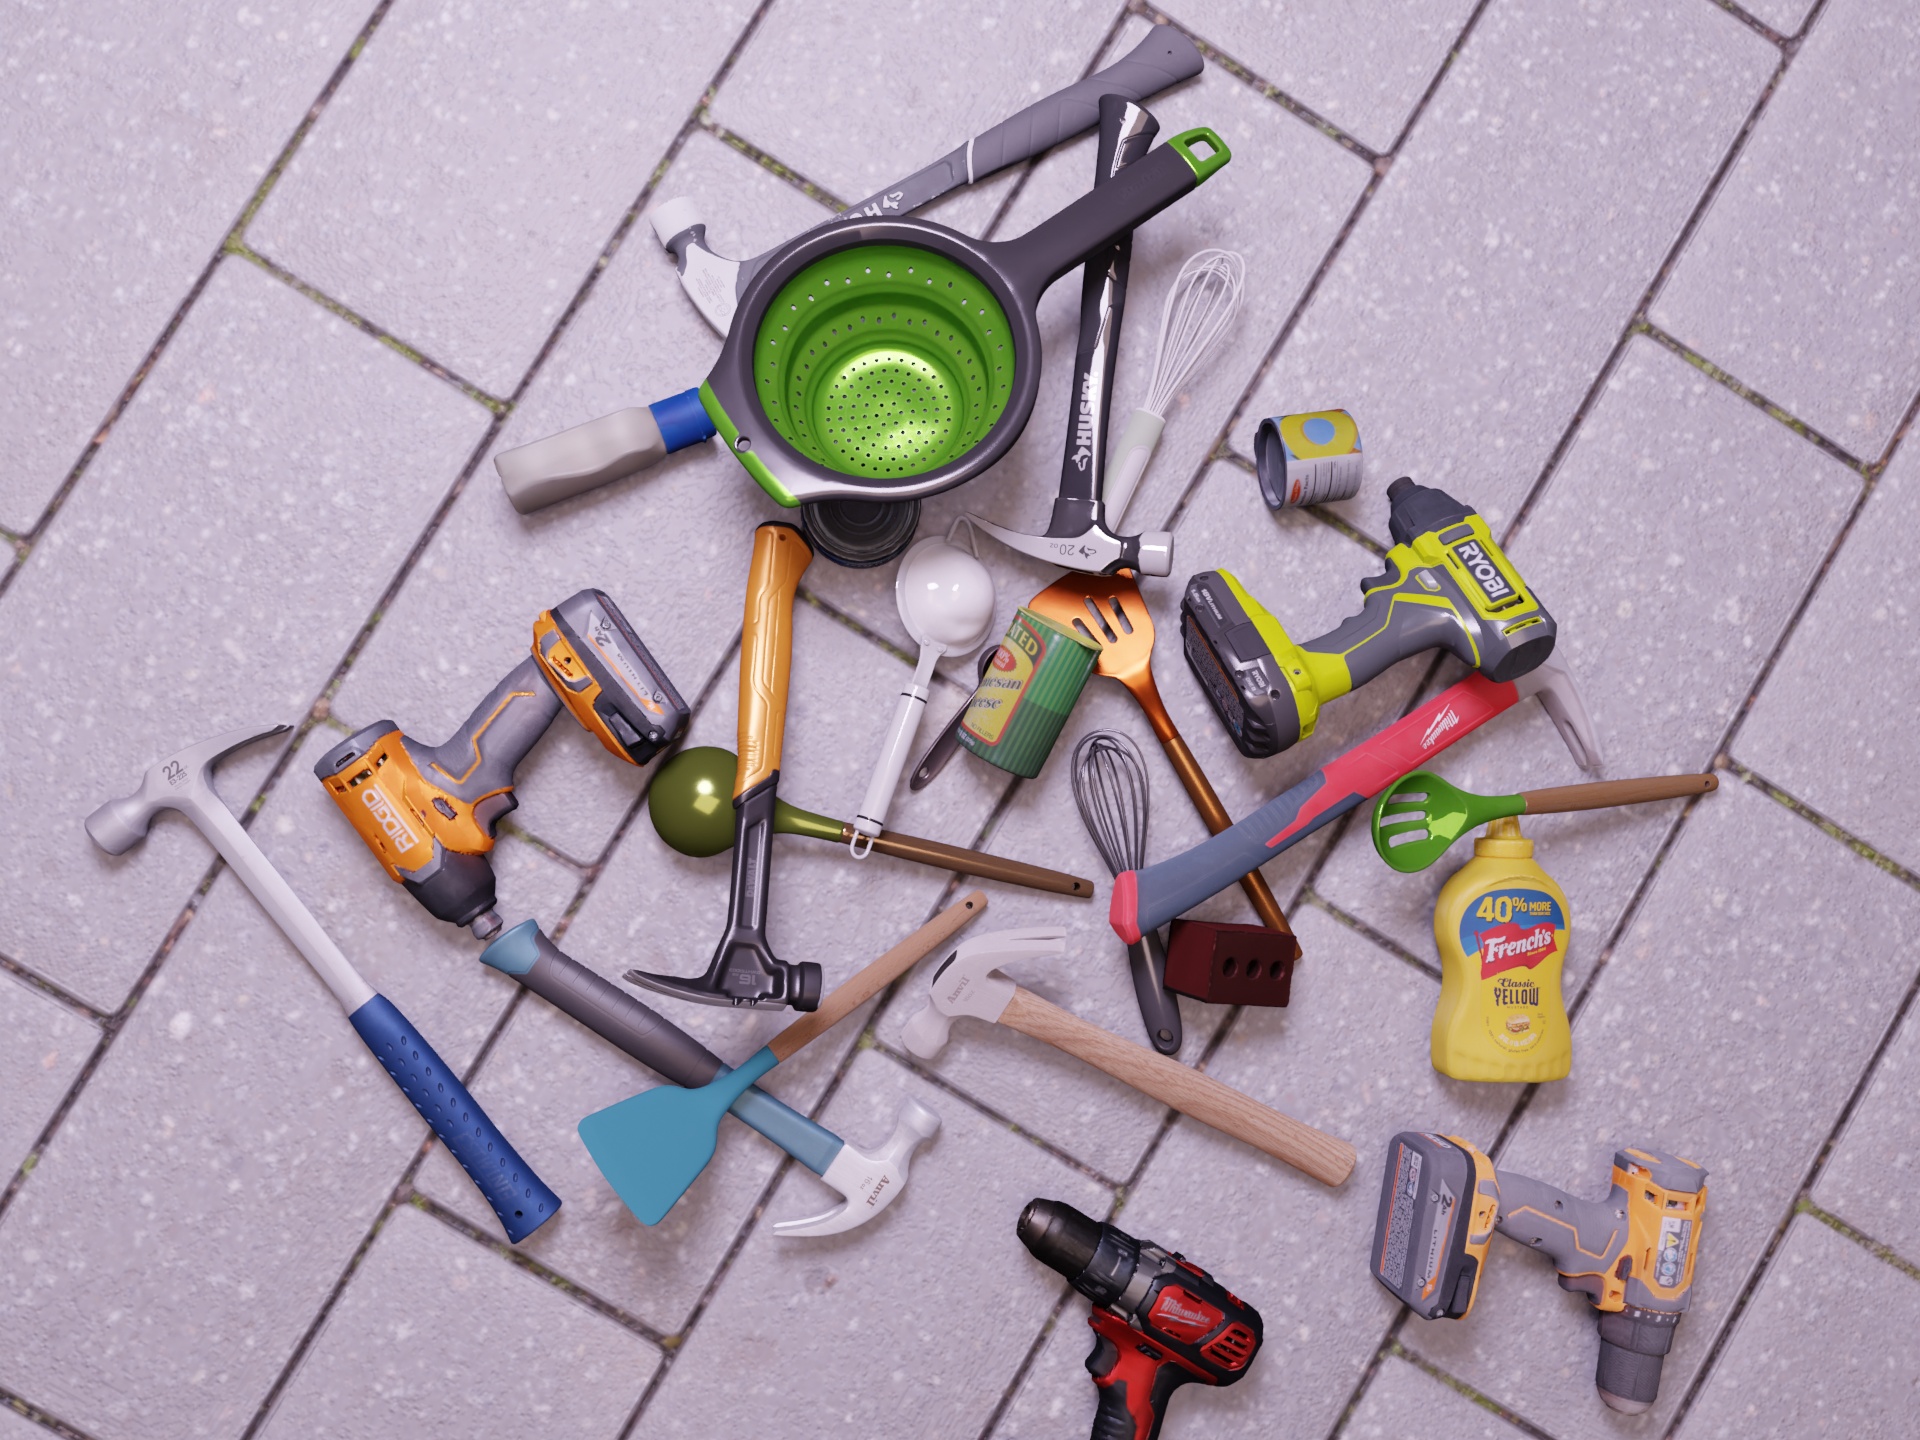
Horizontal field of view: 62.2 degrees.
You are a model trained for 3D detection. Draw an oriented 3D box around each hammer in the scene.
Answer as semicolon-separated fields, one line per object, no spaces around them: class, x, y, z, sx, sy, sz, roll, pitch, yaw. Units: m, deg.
hammer;0.133;0.244;1.116;0.331;0.031;0.130;27;115;-9
hammer;-0.143;0.022;1.064;0.127;0.034;0.337;9;71;-17
hammer;-0.007;-0.385;1.134;0.409;0.036;0.149;-29;92;-5
hammer;0.277;0.059;1.123;0.386;0.038;0.143;-31;93;-12
hammer;0.092;-0.270;1.114;0.146;0.035;0.335;6;89;13
hammer;-0.183;0.240;1.104;0.331;0.033;0.128;34;85;-3
hammer;-0.409;0.182;1.083;0.144;0.035;0.405;-38;92;-5

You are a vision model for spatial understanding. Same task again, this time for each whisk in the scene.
whisk;0.125;0.123;1.129;0.055;0.055;0.239;-14;94;-5
whisk;0.140;-0.225;1.138;0.057;0.059;0.246;25;91;-34

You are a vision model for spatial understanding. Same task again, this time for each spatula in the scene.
spatula;-0.105;0.211;1.079;0.317;0.044;0.082;-36;80;-17
spatula;0.161;0.033;1.145;0.081;0.041;0.322;-31;95;-4

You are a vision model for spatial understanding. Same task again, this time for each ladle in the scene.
ladle;-0.061;0.085;1.120;0.320;0.062;0.078;14;82;-11

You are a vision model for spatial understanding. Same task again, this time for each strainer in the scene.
strainer;-0.026;-0.025;1.100;0.086;0.050;0.258;26;78;-31

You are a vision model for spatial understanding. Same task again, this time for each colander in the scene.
colander;0.016;-0.271;1.078;0.397;0.094;0.204;-35;78;-9

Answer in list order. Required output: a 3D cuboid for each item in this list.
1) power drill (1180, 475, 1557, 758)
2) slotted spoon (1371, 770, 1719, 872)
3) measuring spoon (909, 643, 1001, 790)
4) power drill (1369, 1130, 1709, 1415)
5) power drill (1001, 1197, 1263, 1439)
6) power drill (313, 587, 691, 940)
power drill;0.274;-0.077;1.113;0.223;0.080;0.171;-21;58;-6
slotted spoon;0.416;0.059;1.126;0.313;0.031;0.070;-5;98;-22
measuring spoon;-0.002;-0.004;1.134;0.034;0.018;0.124;34;92;-45
power drill;0.413;0.391;1.132;0.226;0.084;0.185;9;89;-9
power drill;0.081;0.461;1.101;0.188;0.080;0.227;33;83;-4
power drill;-0.298;0.033;1.077;0.226;0.084;0.164;-35;93;-1
